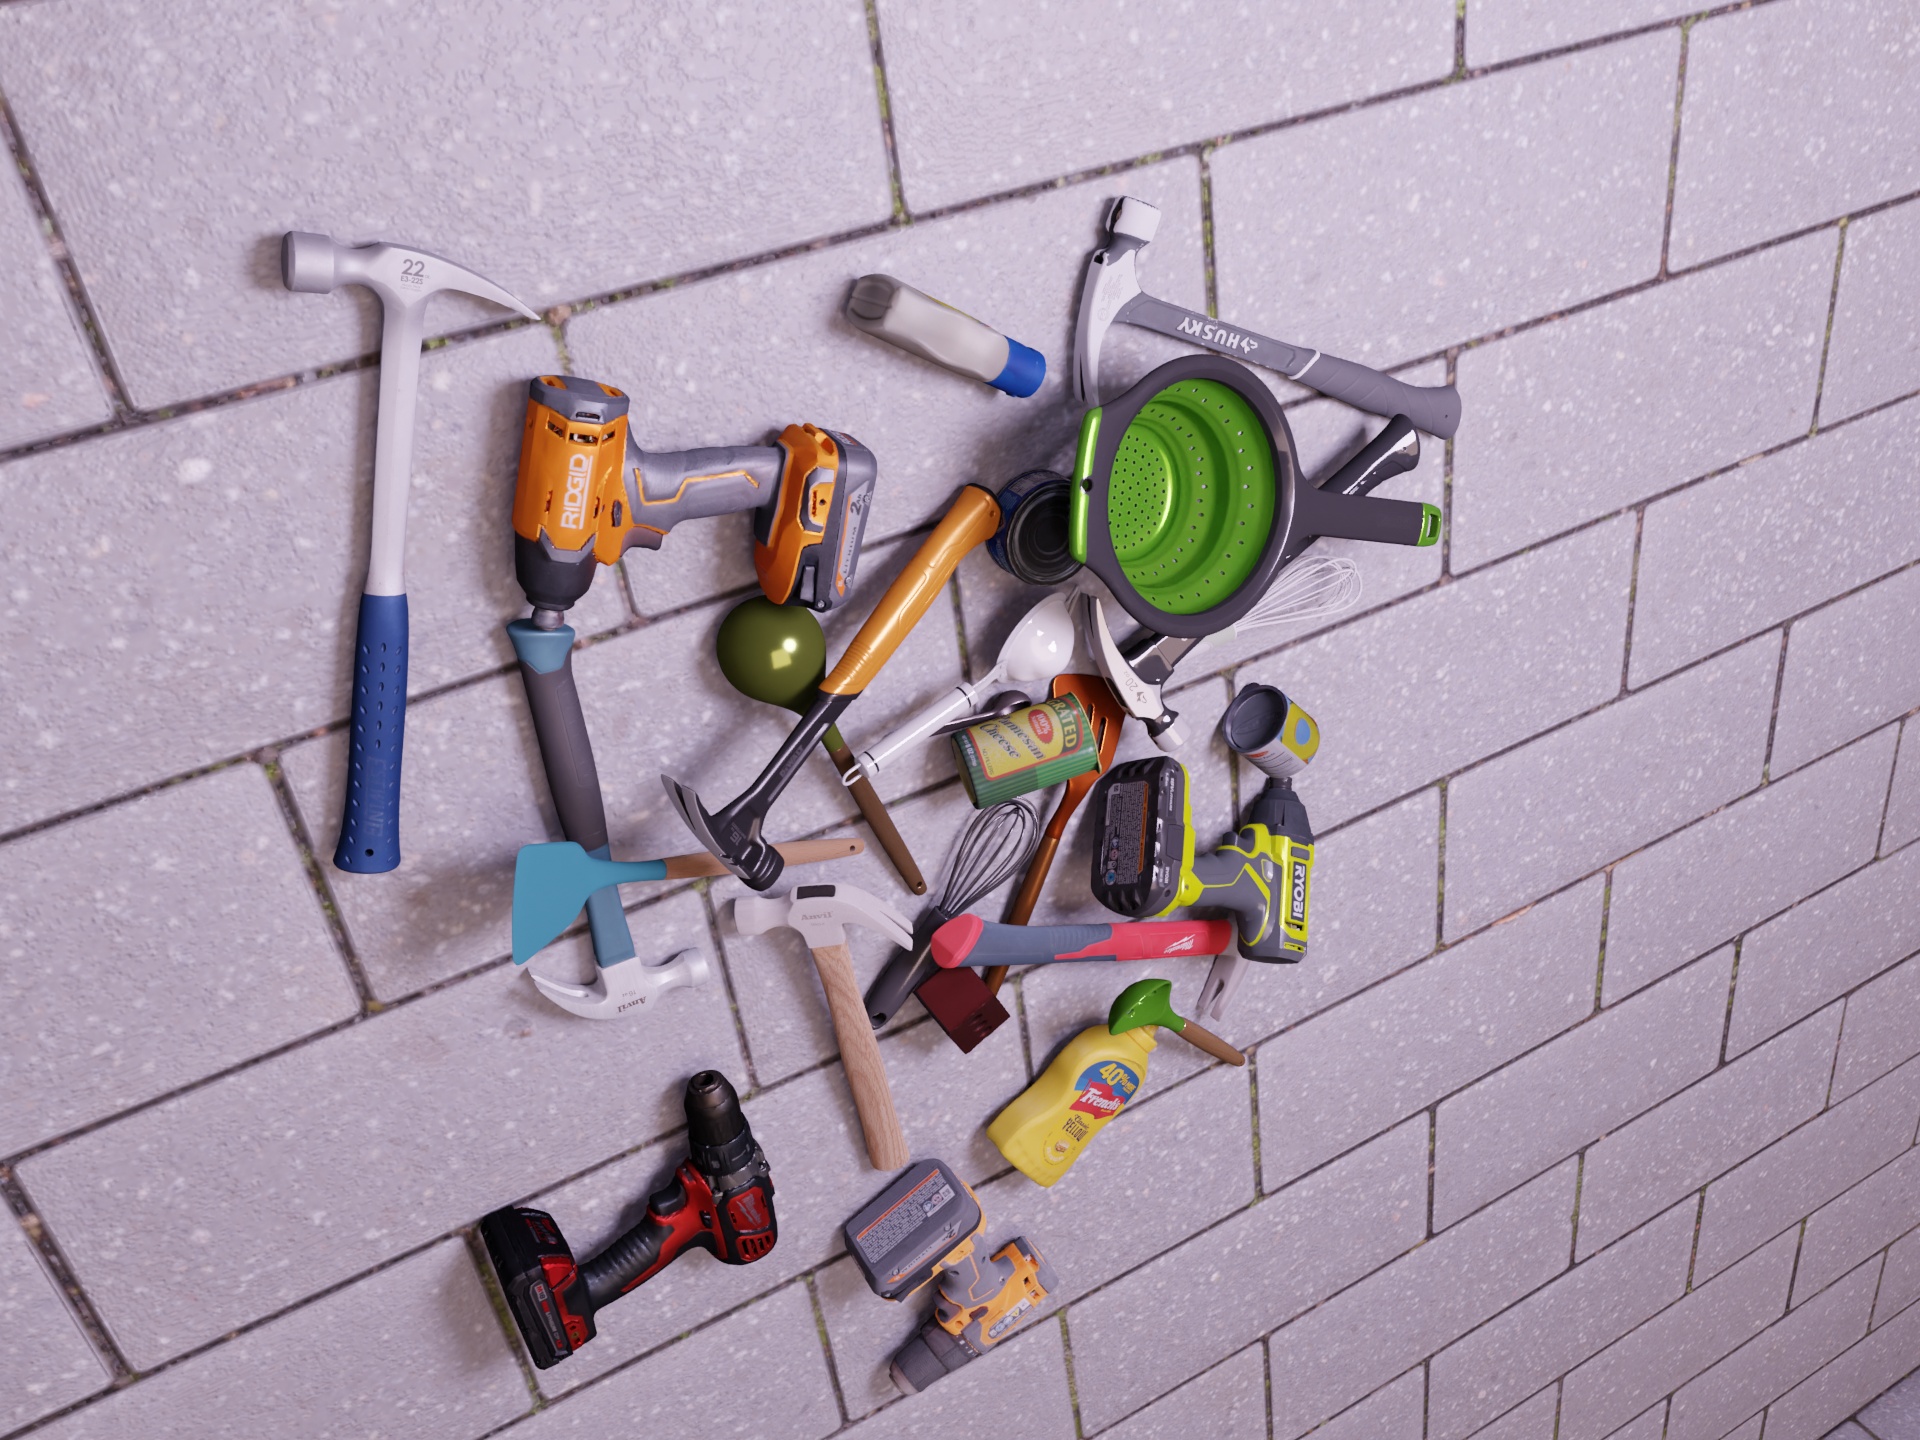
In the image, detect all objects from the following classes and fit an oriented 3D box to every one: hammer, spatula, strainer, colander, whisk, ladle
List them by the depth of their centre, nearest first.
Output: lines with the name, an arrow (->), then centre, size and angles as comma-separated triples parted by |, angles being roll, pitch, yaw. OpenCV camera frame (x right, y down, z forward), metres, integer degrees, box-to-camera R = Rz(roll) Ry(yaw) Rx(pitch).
hammer -> -0.355, -0.091, 0.999 | 0.144, 0.035, 0.405 | -1, 114, -30
hammer -> -0.076, -0.043, 1.129 | 0.337, 0.034, 0.127 | -54, 143, -18
hammer -> -0.267, 0.077, 1.137 | 0.128, 0.033, 0.330 | -19, 121, -23
spatula -> -0.190, 0.110, 1.158 | 0.317, 0.044, 0.082 | -4, 104, -42
ladle -> -0.093, 0.030, 1.219 | 0.078, 0.062, 0.319 | -40, 134, -14
strainer -> 0.012, -0.022, 1.223 | 0.258, 0.050, 0.086 | -35, 153, -20
colander -> 0.216, -0.167, 1.232 | 0.397, 0.095, 0.204 | 0, 99, -35
hammer -> 0.258, -0.283, 1.268 | 0.408, 0.036, 0.149 | 9, 110, -34
hammer -> 0.246, -0.135, 1.302 | 0.335, 0.035, 0.146 | -41, 109, -5
hammer -> -0.085, 0.261, 1.317 | 0.130, 0.031, 0.331 | -8, 127, 5
whisk -> -0.011, 0.163, 1.326 | 0.055, 0.055, 0.239 | 27, 102, -37
whisk -> 0.234, -0.082, 1.348 | 0.246, 0.059, 0.057 | -24, 154, -14
spatula -> 0.067, 0.114, 1.361 | 0.081, 0.041, 0.322 | 8, 113, -32
hammer -> 0.127, 0.209, 1.404 | 0.386, 0.038, 0.143 | 4, 112, -40

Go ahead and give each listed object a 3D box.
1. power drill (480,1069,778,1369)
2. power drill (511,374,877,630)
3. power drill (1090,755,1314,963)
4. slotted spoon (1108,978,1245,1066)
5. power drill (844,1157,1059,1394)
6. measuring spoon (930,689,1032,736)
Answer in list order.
power drill -> -0.259, 0.392, 1.273 | 0.226, 0.080, 0.187 | -22, 123, -23
power drill -> -0.182, -0.131, 1.056 | 0.226, 0.084, 0.164 | 4, 112, -28
power drill -> 0.223, 0.112, 1.397 | 0.223, 0.080, 0.171 | 18, 71, -37
slotted spoon -> 0.209, 0.289, 1.481 | 0.070, 0.031, 0.313 | -44, 145, 6
power drill -> -0.023, 0.526, 1.478 | 0.185, 0.084, 0.226 | -39, 131, -7
measuring spoon -> -0.002, -0.004, 1.264 | 0.124, 0.018, 0.034 | -15, 162, -18
